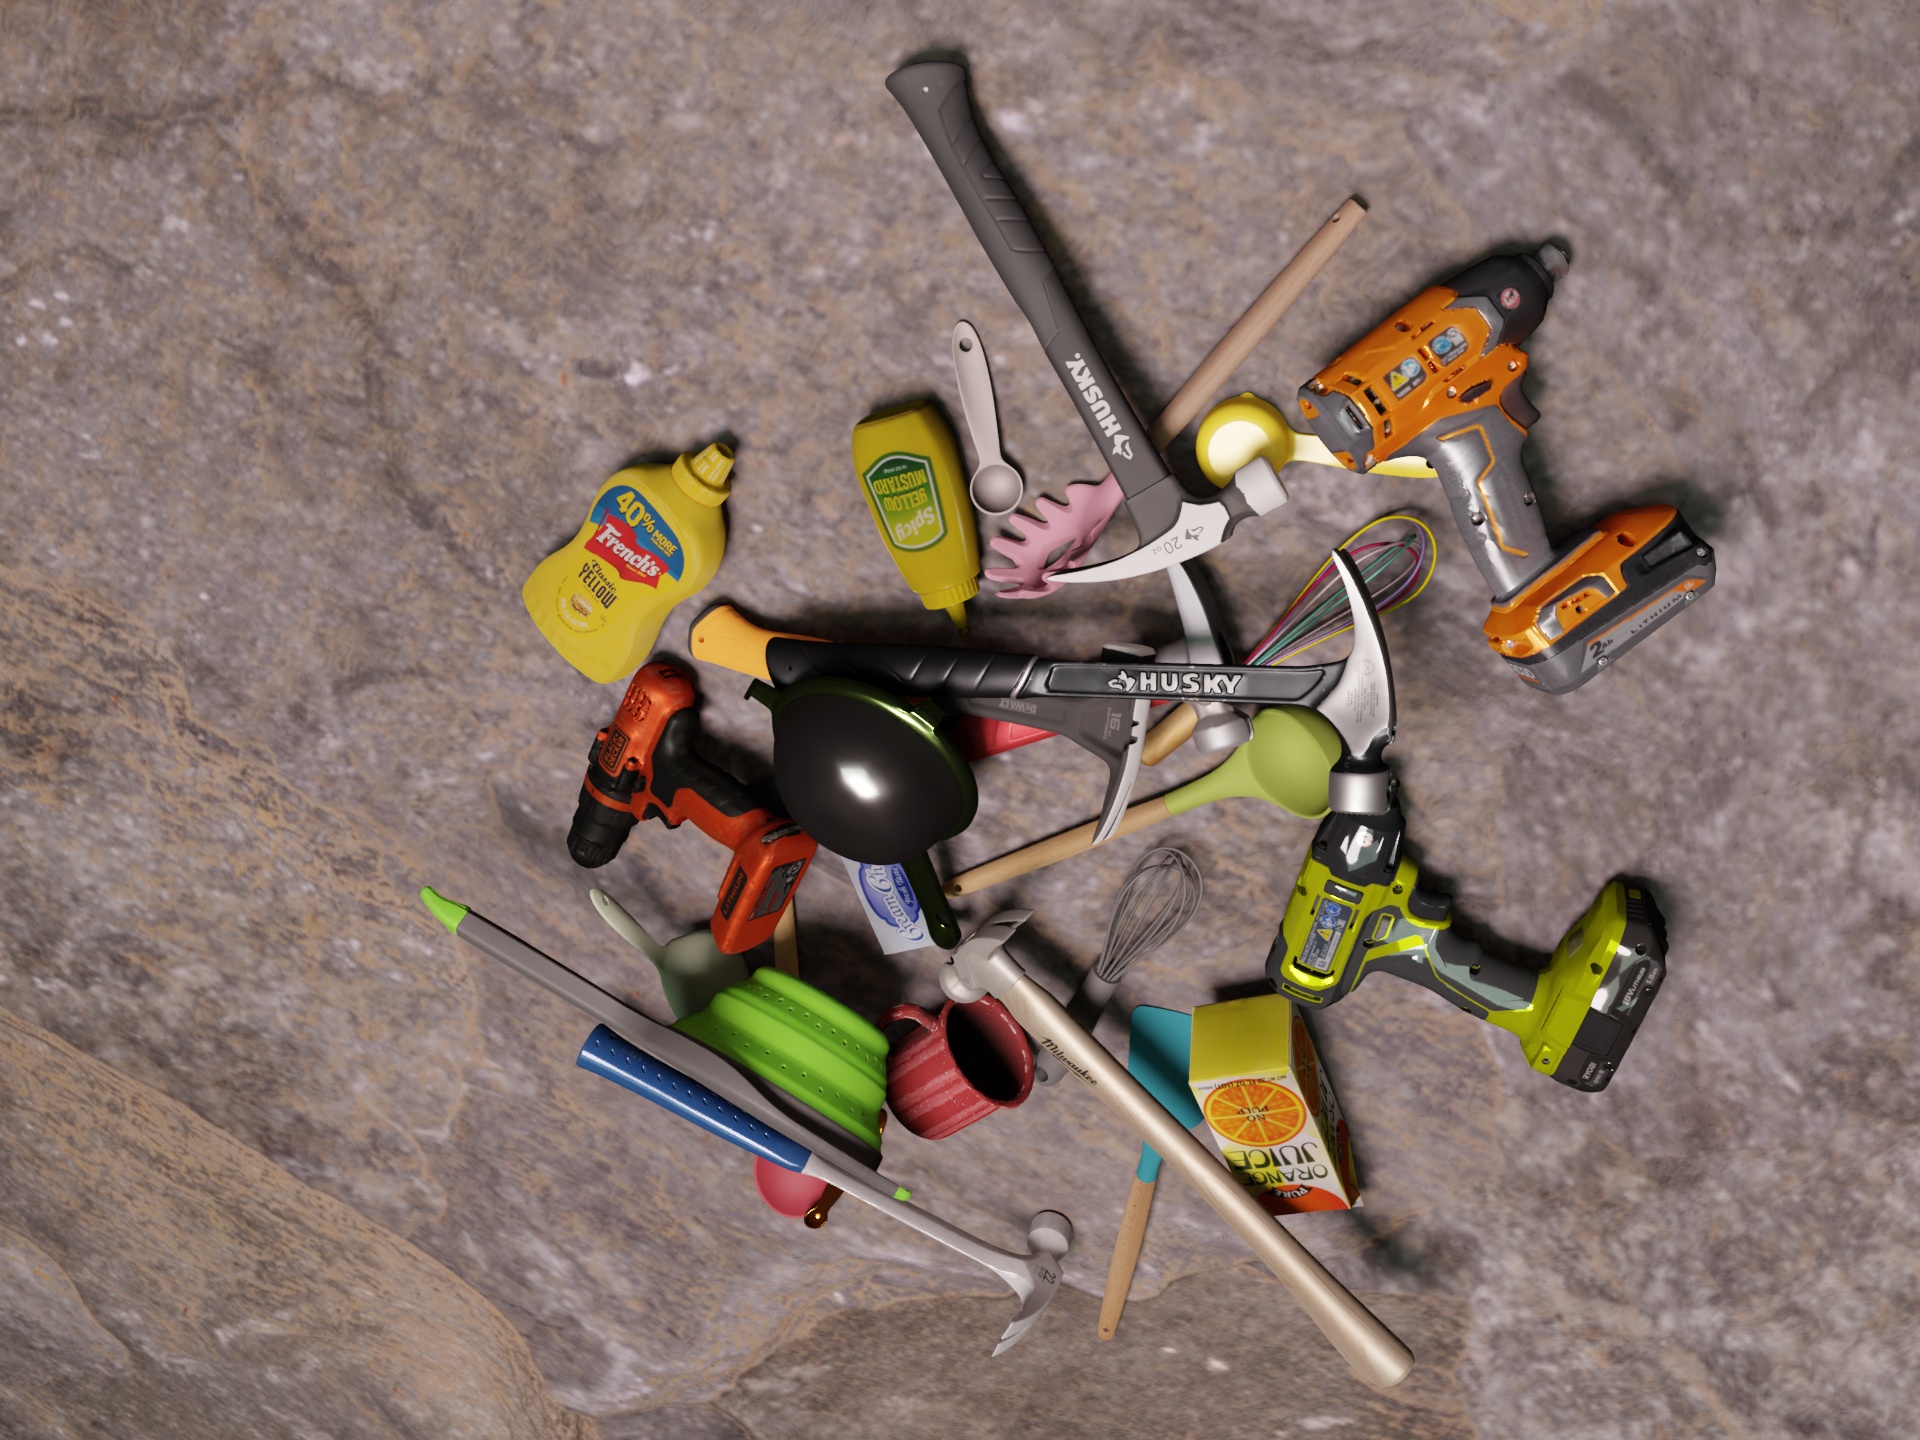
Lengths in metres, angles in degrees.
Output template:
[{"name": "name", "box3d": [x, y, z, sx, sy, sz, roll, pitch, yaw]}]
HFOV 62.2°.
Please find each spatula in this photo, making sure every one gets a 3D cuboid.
[{"name": "spatula", "box3d": [0.141, 0.359, 1.218, 0.082, 0.044, 0.317, 14, 121, 8]}]

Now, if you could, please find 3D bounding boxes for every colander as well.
[{"name": "colander", "box3d": [-0.187, 0.195, 1.119, 0.397, 0.204, 0.094, 32, 73, -2]}]

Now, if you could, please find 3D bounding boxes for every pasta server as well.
[{"name": "pasta server", "box3d": [0.128, -0.189, 0.970, 0.040, 0.060, 0.316, 18, 124, -40]}]

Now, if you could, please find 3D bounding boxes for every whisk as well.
[{"name": "whisk", "box3d": [0.202, -0.042, 1.011, 0.047, 0.051, 0.245, 42, 121, -11]}, {"name": "whisk", "box3d": [0.107, 0.183, 1.138, 0.055, 0.055, 0.238, 28, 122, 3]}]

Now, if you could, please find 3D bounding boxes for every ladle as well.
[{"name": "ladle", "box3d": [0.115, 0.070, 1.079, 0.320, 0.062, 0.078, -24, 94, 27]}, {"name": "ladle", "box3d": [-0.134, 0.253, 1.249, 0.069, 0.031, 0.315, 0, 112, 1]}]

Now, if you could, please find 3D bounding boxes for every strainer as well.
[{"name": "strainer", "box3d": [-0.054, 0.084, 1.056, 0.151, 0.069, 0.256, 8, 137, 31]}]

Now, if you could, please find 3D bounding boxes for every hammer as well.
[{"name": "hammer", "box3d": [0.049, -0.238, 0.942, 0.146, 0.035, 0.335, -29, 92, 19]}, {"name": "hammer", "box3d": [-0.038, -0.018, 1.056, 0.337, 0.034, 0.127, 14, 102, 24]}, {"name": "hammer", "box3d": [0.153, 0.291, 1.082, 0.411, 0.038, 0.146, 44, 153, 5]}, {"name": "hammer", "box3d": [-0.002, -0.003, 1.080, 0.386, 0.038, 0.143, -18, 91, 27]}, {"name": "hammer", "box3d": [0.058, -0.031, 0.969, 0.409, 0.036, 0.149, 3, 95, 26]}, {"name": "hammer", "box3d": [-0.108, 0.343, 1.211, 0.405, 0.144, 0.035, 27, 113, 3]}]

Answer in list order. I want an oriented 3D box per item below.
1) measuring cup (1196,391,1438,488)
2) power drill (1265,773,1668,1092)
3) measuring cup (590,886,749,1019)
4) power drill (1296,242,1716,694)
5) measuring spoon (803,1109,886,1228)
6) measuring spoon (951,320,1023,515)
[{"name": "measuring cup", "box3d": [0.219, -0.160, 0.959, 0.156, 0.029, 0.062, 9, 115, 15]}, {"name": "power drill", "box3d": [0.329, 0.136, 1.034, 0.223, 0.080, 0.171, 20, 118, 11]}, {"name": "measuring cup", "box3d": [-0.212, 0.169, 1.185, 0.038, 0.083, 0.167, -20, 132, 19]}, {"name": "power drill", "box3d": [0.321, -0.147, 0.900, 0.164, 0.084, 0.226, -38, 95, 5]}, {"name": "measuring spoon", "box3d": [-0.092, 0.359, 1.276, 0.021, 0.011, 0.117, 28, 99, -23]}, {"name": "measuring spoon", "box3d": [0.013, -0.193, 1.018, 0.034, 0.018, 0.124, -12, 103, 0]}]
